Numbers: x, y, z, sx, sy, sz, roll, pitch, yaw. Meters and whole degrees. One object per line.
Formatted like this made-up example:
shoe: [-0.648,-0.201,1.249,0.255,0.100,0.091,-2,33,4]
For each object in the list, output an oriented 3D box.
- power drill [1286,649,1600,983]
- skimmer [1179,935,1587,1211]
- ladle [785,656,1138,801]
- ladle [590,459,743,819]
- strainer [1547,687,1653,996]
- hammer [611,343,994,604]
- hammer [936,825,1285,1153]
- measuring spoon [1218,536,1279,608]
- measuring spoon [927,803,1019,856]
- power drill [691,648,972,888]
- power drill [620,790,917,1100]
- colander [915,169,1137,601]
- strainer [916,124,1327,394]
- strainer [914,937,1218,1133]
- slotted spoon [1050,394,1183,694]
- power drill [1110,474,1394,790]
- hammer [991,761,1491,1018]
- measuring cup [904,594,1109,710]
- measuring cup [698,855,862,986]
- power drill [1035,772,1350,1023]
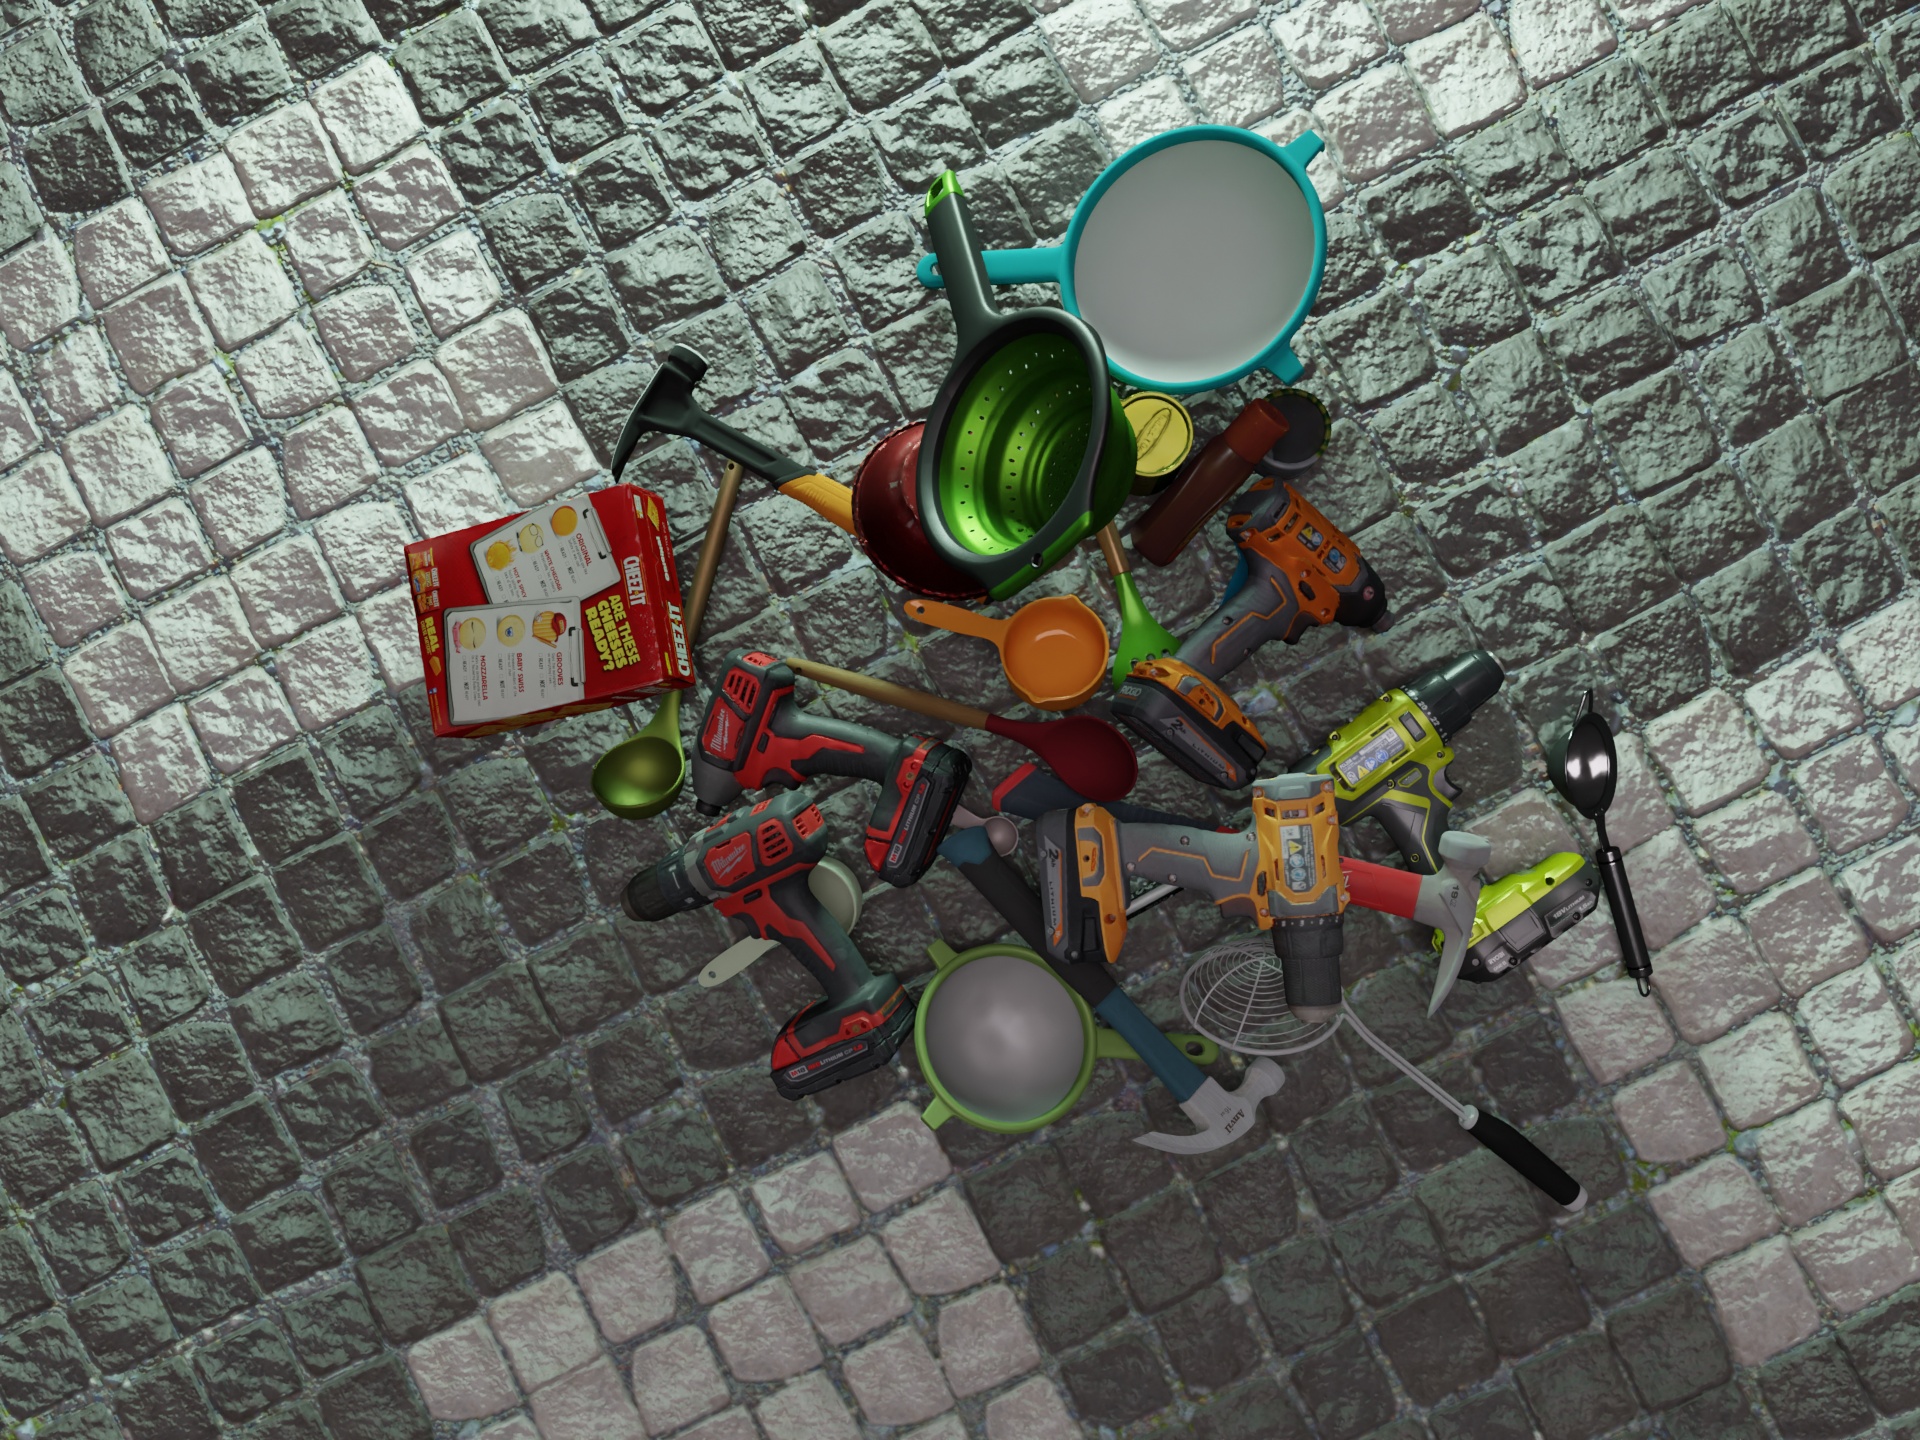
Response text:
power drill: [0.400,0.074,1.271,0.190,0.080,0.228,-36,85,4]
skimmer: [0.342,0.297,1.279,0.363,0.127,0.090,38,124,-8]
ladle: [-0.002,-0.004,1.291,0.315,0.031,0.069,17,115,17]
ladle: [-0.232,-0.073,1.322,0.078,0.062,0.320,15,88,19]
strainer: [0.517,0.101,1.281,0.087,0.050,0.258,-20,95,-40]
hammer: [-0.119,-0.180,1.313,0.337,0.034,0.127,28,78,0]
hammer: [0.108,0.210,1.275,0.331,0.033,0.128,46,60,5]
measuring spoon: [0.229,-0.113,1.315,0.042,0.021,0.128,18,100,-8]
measuring spoon: [-0.006,0.075,1.329,0.124,0.018,0.034,27,103,10]
power drill: [-0.115,0.045,1.298,0.220,0.078,0.143,24,103,9]
power drill: [-0.155,0.184,1.273,0.188,0.080,0.226,-26,96,22]
colander: [0.048,-0.268,1.235,0.204,0.094,0.397,-37,54,37]
strainer: [0.134,-0.360,1.294,0.340,0.095,0.211,5,89,24]
strainer: [0.081,0.267,1.302,0.256,0.069,0.152,7,67,-14]
slotted spoon: [0.123,-0.144,1.314,0.070,0.031,0.314,-19,87,2]
power drill: [0.242,-0.058,1.267,0.164,0.084,0.226,37,84,-17]
hammer: [0.208,0.118,1.263,0.386,0.038,0.143,13,101,16]
measuring cup: [0.038,-0.063,1.305,0.173,0.052,0.095,17,76,12]
measuring cup: [-0.152,0.173,1.329,0.167,0.038,0.083,-35,93,20]
power drill: [0.180,0.140,1.206,0.226,0.084,0.185,-6,88,13]
